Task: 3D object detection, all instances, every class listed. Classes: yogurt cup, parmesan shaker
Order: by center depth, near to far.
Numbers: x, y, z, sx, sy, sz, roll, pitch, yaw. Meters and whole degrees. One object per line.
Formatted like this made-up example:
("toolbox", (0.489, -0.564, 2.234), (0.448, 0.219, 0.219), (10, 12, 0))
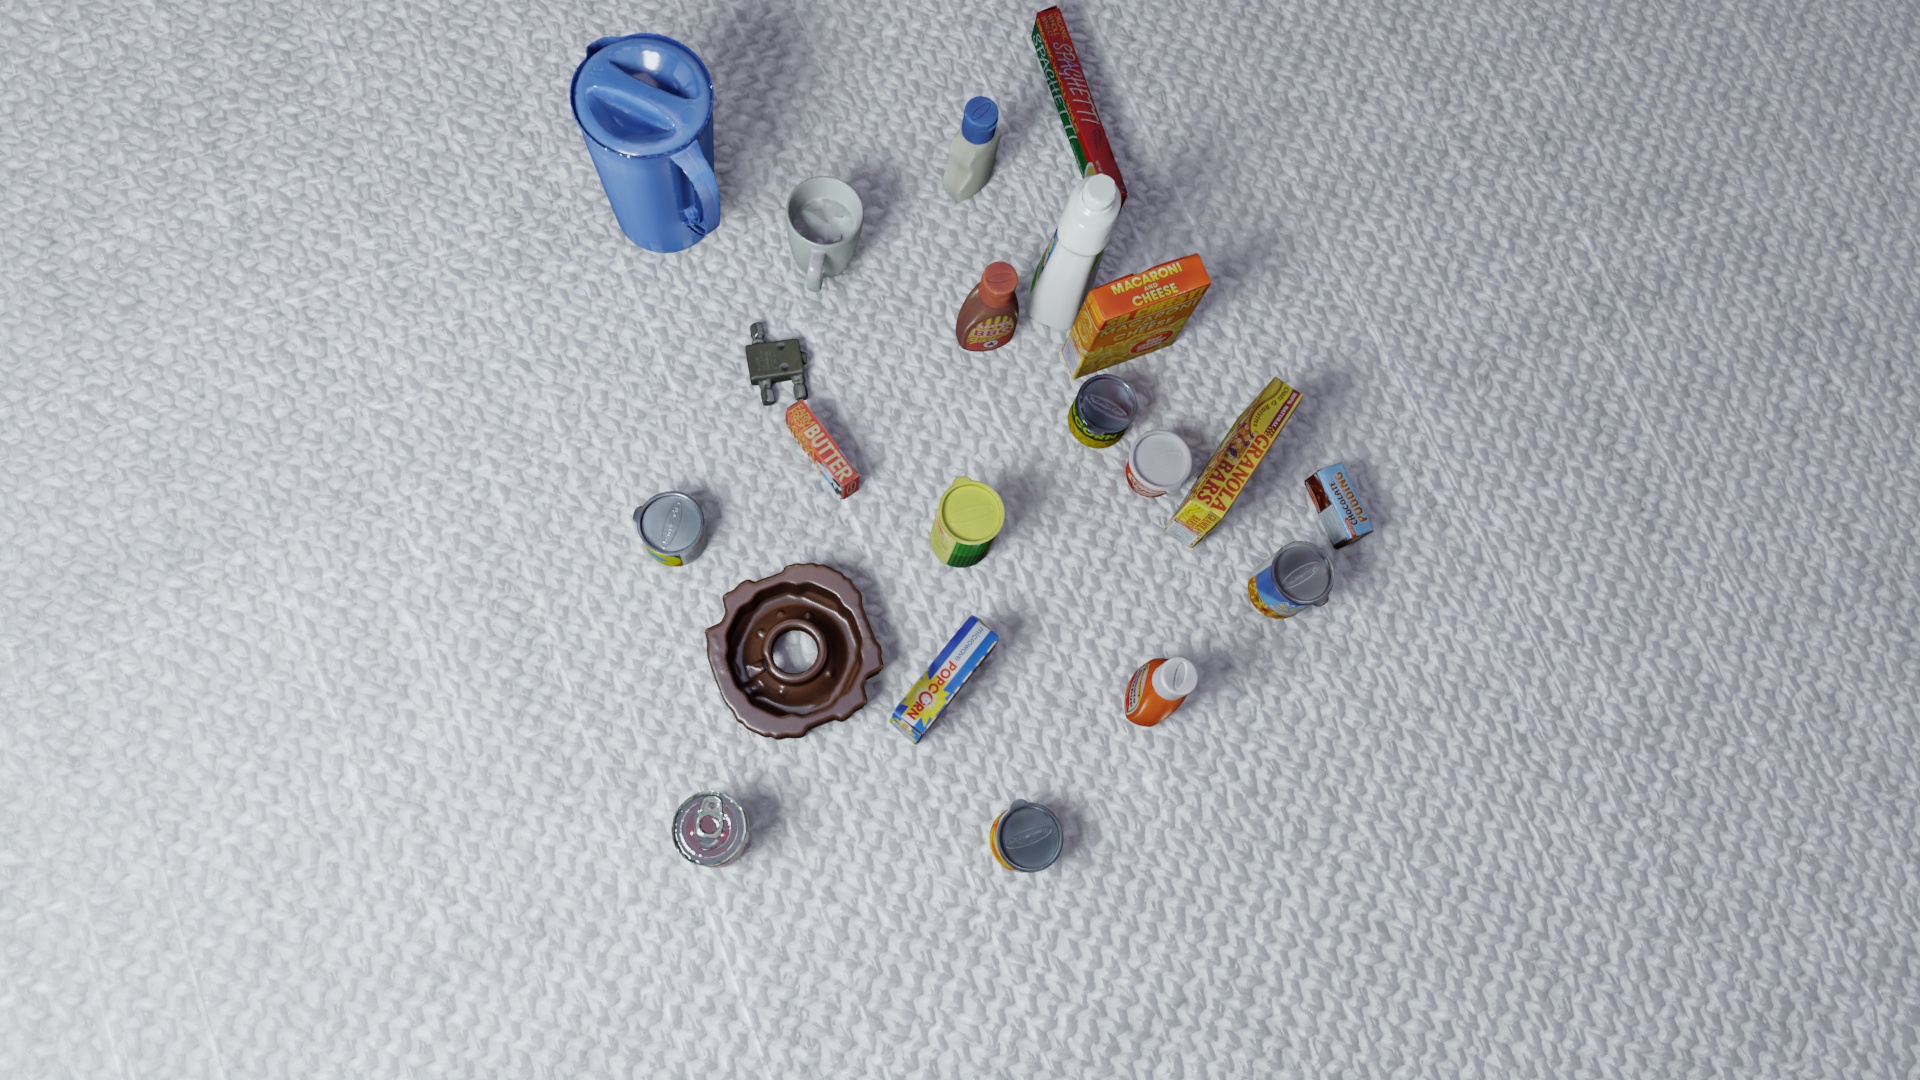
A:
("parmesan shaker", (0.005, -0.018, 1.415), (0.071, 0.103, 0.071), (1, 75, -6))
("yogurt cup", (0.208, -0.079, 1.479), (0.072, 0.053, 0.072), (2, 75, -6))

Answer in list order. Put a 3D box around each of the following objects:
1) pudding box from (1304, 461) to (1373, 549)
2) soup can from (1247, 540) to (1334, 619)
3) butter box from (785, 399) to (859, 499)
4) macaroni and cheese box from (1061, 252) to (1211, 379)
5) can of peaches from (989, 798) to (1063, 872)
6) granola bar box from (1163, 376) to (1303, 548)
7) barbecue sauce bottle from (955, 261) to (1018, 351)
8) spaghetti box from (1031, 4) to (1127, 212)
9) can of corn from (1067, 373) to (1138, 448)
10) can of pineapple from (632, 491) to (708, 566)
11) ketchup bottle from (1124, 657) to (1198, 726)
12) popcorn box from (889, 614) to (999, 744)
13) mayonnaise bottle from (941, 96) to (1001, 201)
("pudding box", (0.405, -0.037, 1.491), (0.030, 0.049, 0.084), (-20, 78, -11))
("soup can", (0.344, 0.045, 1.445), (0.071, 0.083, 0.071), (1, 75, -6))
("butter box", (-0.144, -0.094, 1.446), (0.024, 0.053, 0.103), (-35, 81, -13))
("macaroni and cheese box", (0.181, -0.234, 1.459), (0.124, 0.166, 0.040), (-21, 79, -11))
("can of peaches", (0.063, 0.290, 1.363), (0.071, 0.058, 0.071), (2, 75, -6))
("granola bar box", (0.284, -0.079, 1.451), (0.039, 0.124, 0.166), (35, 75, 3))
("barbecue sauce bottle", (0.032, -0.245, 1.456), (0.065, 0.148, 0.044), (-12, 77, -9))
("spaghetti box", (0.134, -0.489, 1.583), (0.029, 0.050, 0.250), (-16, 77, -10))
("can of corn", (0.150, -0.135, 1.486), (0.071, 0.058, 0.071), (2, 75, -6))
("can of pineapple", (-0.292, -0.012, 1.406), (0.071, 0.057, 0.071), (2, 75, -6))
("ketchup bottle", (0.199, 0.145, 1.369), (0.043, 0.148, 0.065), (17, 75, -2))
("popcorn box", (-0.016, 0.139, 1.380), (0.038, 0.085, 0.127), (39, 75, 5))
("mayonnaise bottle", (0.015, -0.426, 1.502), (0.041, 0.147, 0.065), (43, 76, 6))
